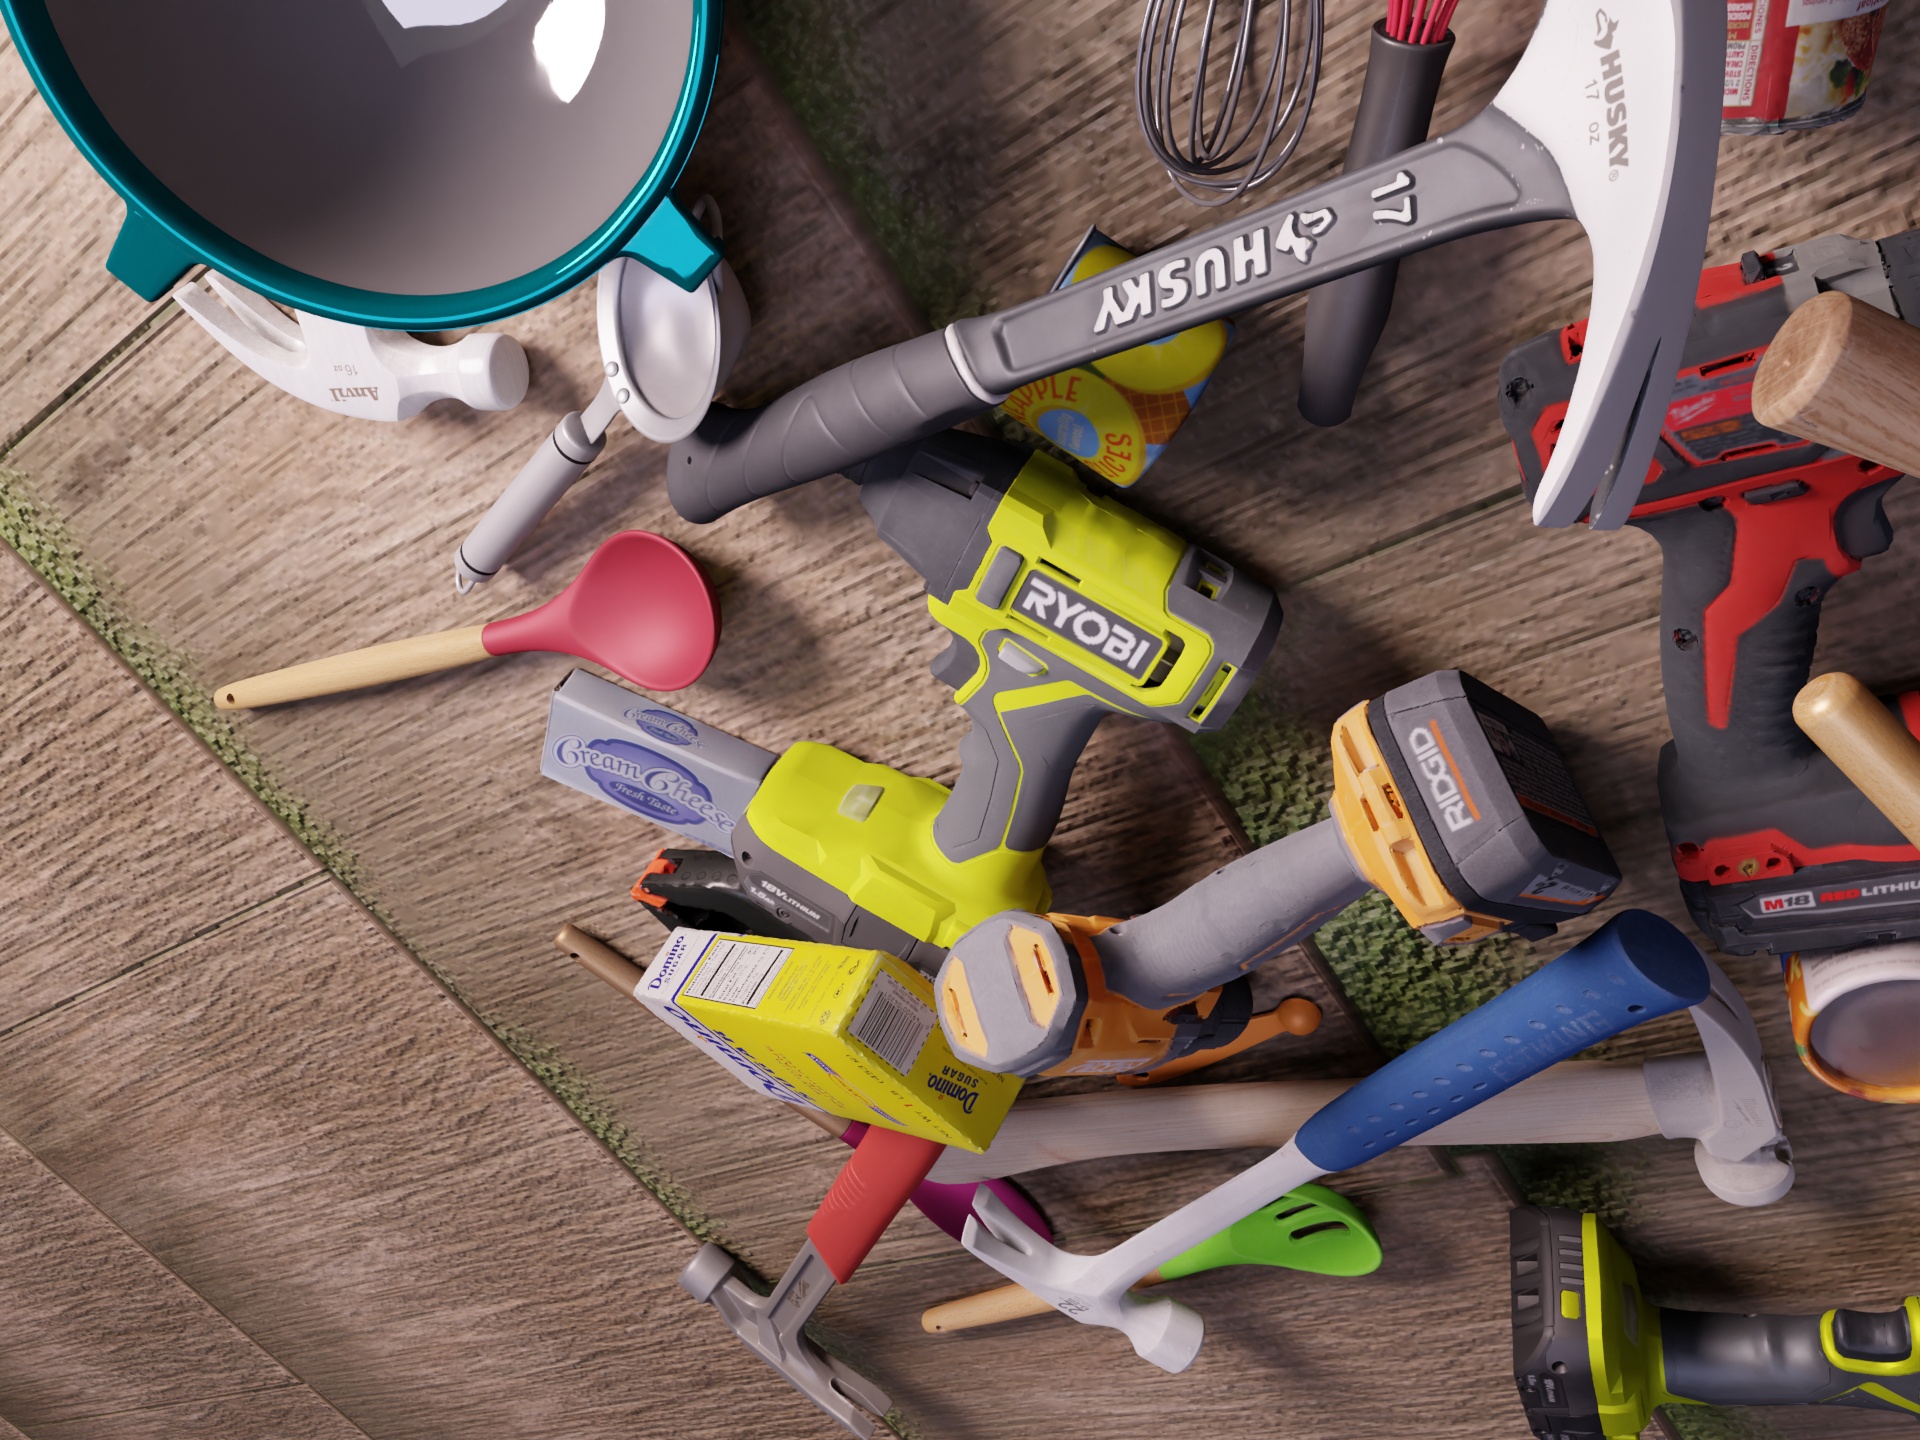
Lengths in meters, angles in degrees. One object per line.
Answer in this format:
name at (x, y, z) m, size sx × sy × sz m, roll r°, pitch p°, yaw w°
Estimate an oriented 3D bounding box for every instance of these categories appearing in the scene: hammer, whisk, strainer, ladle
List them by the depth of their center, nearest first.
whisk at (0.084, -0.257, 0.420) m, size 0.055 × 0.055 × 0.238 m, roll 12°, pitch 125°, yaw 11°
hammer at (0.361, -0.040, 0.427) m, size 0.331 × 0.031 × 0.130 m, roll 17°, pitch 113°, yaw -10°
whisk at (0.128, -0.207, 0.434) m, size 0.073 × 0.073 × 0.295 m, roll 13°, pitch 135°, yaw 10°
strainer at (-0.174, -0.291, 0.458) m, size 0.211 × 0.095 × 0.340 m, roll -1°, pitch 118°, yaw 1°
hammer at (0.019, -0.103, 0.459) m, size 0.409 × 0.036 × 0.149 m, roll -6°, pitch 87°, yaw 53°
whisk at (0.341, 0.074, 0.475) m, size 0.245 × 0.047 × 0.051 m, roll 44°, pitch 108°, yaw -4°
hammer at (-0.257, -0.259, 0.550) m, size 0.128 × 0.033 × 0.330 m, roll 2°, pitch 126°, yaw 17°
strainer at (-0.142, -0.115, 0.613) m, size 0.258 × 0.050 × 0.087 m, roll -34°, pitch 72°, yaw 42°
hammer at (0.143, 0.187, 0.686) m, size 0.144 × 0.035 × 0.405 m, roll 31°, pitch 135°, yaw -9°
ladle at (-0.231, -0.031, 0.719) m, size 0.315 × 0.031 × 0.069 m, roll -9°, pitch 101°, yaw 28°
hammer at (0.142, 0.175, 0.726) m, size 0.410 × 0.038 × 0.146 m, roll -12°, pitch 130°, yaw 29°
hammer at (-0.053, 0.273, 0.843) m, size 0.149 × 0.037 × 0.358 m, roll 36°, pitch 137°, yaw 8°

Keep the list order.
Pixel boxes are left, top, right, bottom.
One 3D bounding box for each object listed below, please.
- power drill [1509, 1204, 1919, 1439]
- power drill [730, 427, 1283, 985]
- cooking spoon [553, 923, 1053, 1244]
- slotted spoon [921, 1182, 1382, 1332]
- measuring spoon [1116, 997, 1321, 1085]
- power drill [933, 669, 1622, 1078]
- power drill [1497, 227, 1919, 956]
power drill at (0.357, 0.260, 0.676) m, size 0.228 × 0.080 × 0.190 m, roll -5°, pitch 140°, yaw 23°
power drill at (-0.001, -0.002, 0.629) m, size 0.171 × 0.080 × 0.223 m, roll 29°, pitch 127°, yaw 1°
cooking spoon at (-0.082, 0.204, 0.851) m, size 0.318 × 0.017 × 0.068 m, roll 37°, pitch 130°, yaw -10°
slotted spoon at (0.089, 0.297, 0.856) m, size 0.314 × 0.031 × 0.070 m, roll -30°, pitch 112°, yaw 37°
measuring spoon at (0.118, 0.155, 0.745) m, size 0.117 × 0.011 × 0.021 m, roll -30°, pitch 112°, yaw 35°
power drill at (0.126, 0.076, 0.610) m, size 0.226 × 0.084 × 0.185 m, roll -32°, pitch 153°, yaw 27°
power drill at (0.288, -0.044, 0.492) m, size 0.188 × 0.080 × 0.226 m, roll -14°, pitch 117°, yaw 28°
